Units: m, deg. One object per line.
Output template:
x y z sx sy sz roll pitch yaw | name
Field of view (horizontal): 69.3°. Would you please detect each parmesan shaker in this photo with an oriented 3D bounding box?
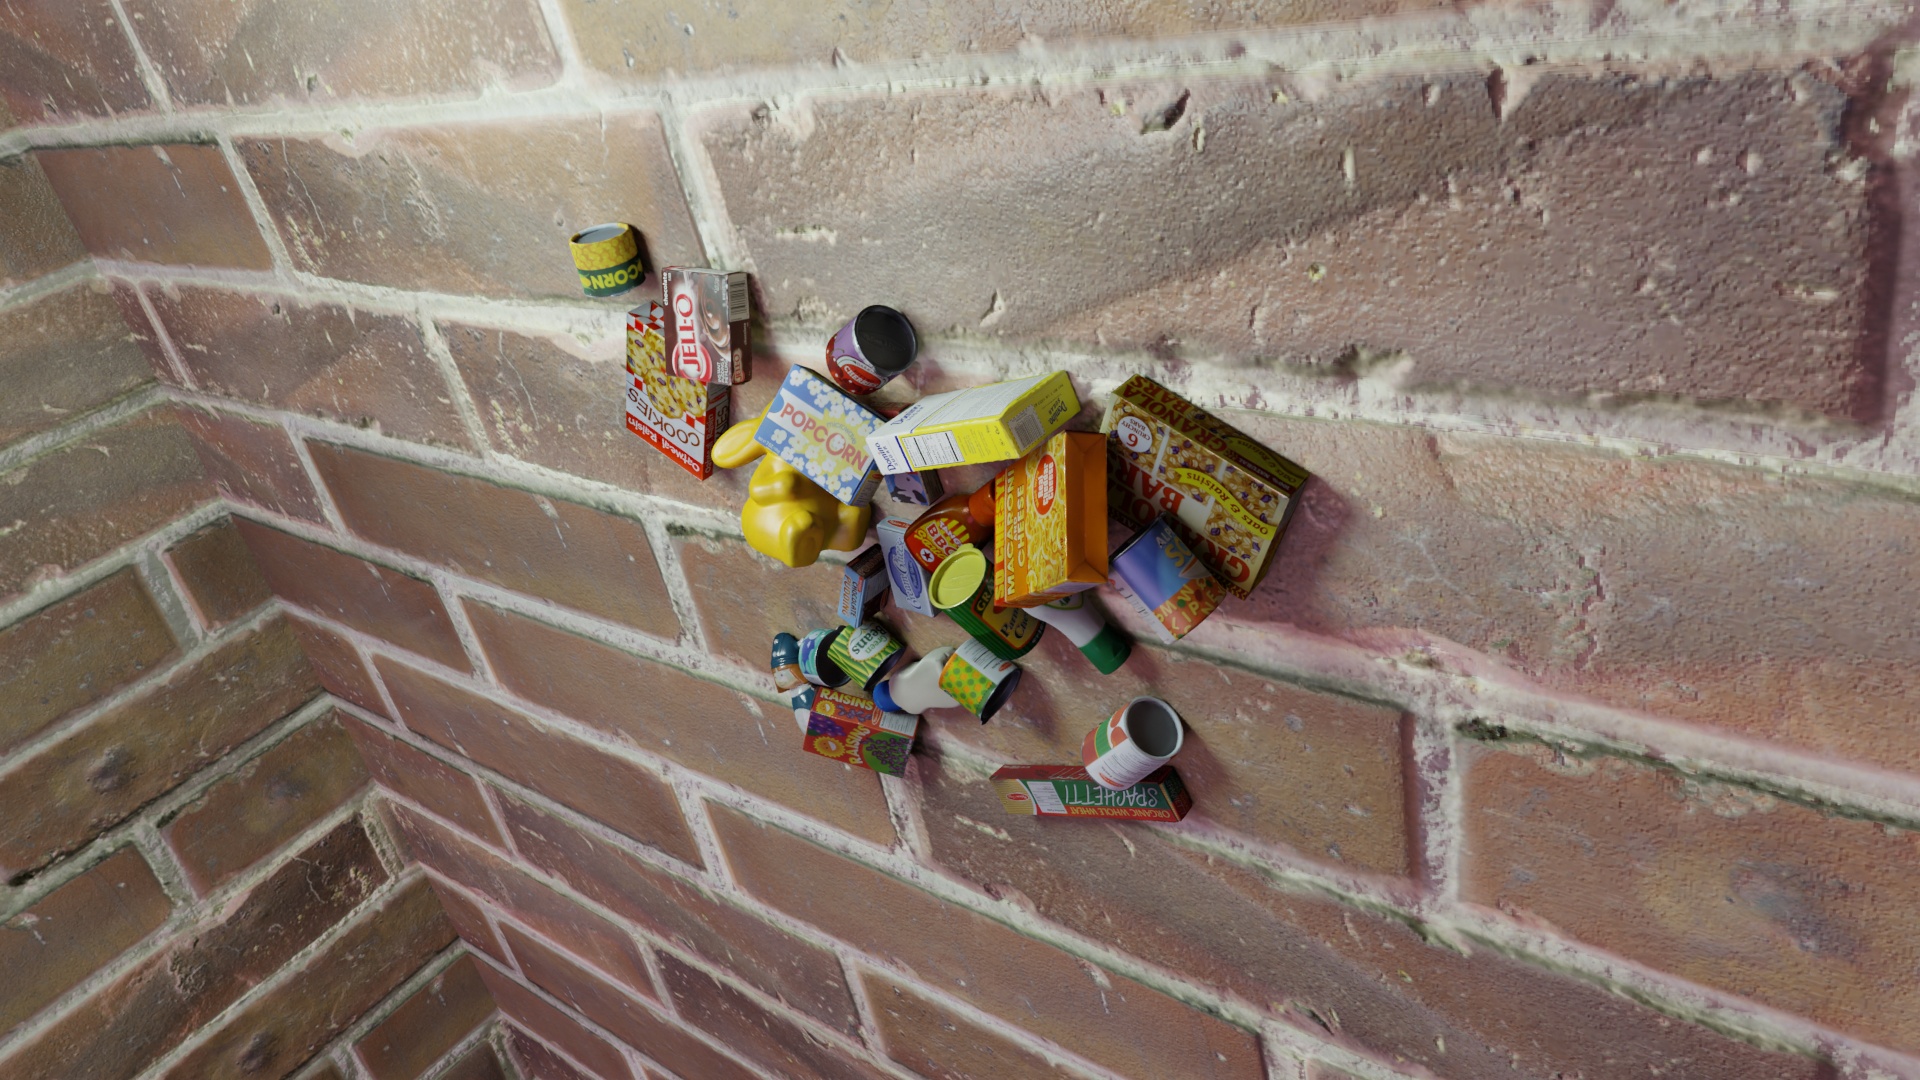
0.028 0.059 1.317 0.071 0.071 0.103 0 148 45 | parmesan shaker

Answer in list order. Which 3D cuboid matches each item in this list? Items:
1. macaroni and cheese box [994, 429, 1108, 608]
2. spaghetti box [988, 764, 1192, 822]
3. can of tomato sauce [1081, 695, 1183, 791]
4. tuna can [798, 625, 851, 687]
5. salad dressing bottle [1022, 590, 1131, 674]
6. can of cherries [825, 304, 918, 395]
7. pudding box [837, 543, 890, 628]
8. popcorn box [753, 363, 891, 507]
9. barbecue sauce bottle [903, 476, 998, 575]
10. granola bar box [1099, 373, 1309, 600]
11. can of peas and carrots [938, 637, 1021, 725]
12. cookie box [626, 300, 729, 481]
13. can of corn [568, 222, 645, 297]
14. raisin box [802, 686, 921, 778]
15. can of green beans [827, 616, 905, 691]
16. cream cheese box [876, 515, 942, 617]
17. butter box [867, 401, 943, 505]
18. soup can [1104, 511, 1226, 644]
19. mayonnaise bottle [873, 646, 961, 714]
0.074 -0.013 1.173 0.166 0.040 0.124 150 122 -69 | macaroni and cheese box
0.130 0.260 1.435 0.249 0.029 0.050 -10 113 48 | spaghetti box
0.163 0.191 1.319 0.071 0.071 0.082 47 141 5 | can of tomato sauce
-0.149 0.130 1.581 0.033 0.071 0.071 2 121 45 | tuna can
0.097 0.060 1.284 0.147 0.064 0.044 47 151 -8 | salad dressing bottle
-0.082 -0.171 1.263 0.071 0.072 0.058 55 142 -6 | can of cherries
-0.101 0.049 1.477 0.030 0.050 0.083 36 140 21 | pudding box
-0.122 -0.099 1.313 0.127 0.038 0.085 34 101 21 | popcorn box
0.005 -0.017 1.324 0.065 0.044 0.148 48 142 -5 | barbecue sauce bottle
0.186 -0.043 1.125 0.166 0.039 0.123 34 140 20 | granola bar box
0.019 0.143 1.419 0.059 0.071 0.070 36 140 20 | can of peas and carrots
-0.310 -0.162 1.524 0.123 0.040 0.166 34 138 20 | cookie box
-0.369 -0.293 1.452 0.071 0.071 0.058 16 130 36 | can of corn
-0.115 0.221 1.600 0.123 0.040 0.085 15 137 0 | raisin box
-0.104 0.122 1.526 0.058 0.071 0.071 43 141 11 | can of green beans
-0.050 0.028 1.430 0.053 0.024 0.103 14 129 38 | cream cheese box
-0.056 -0.085 1.345 0.053 0.024 0.103 6 125 41 | butter box
0.166 0.030 1.122 0.084 0.072 0.071 48 142 1 | soup can
-0.043 0.159 1.517 0.147 0.041 0.064 -24 101 52 | mayonnaise bottle
